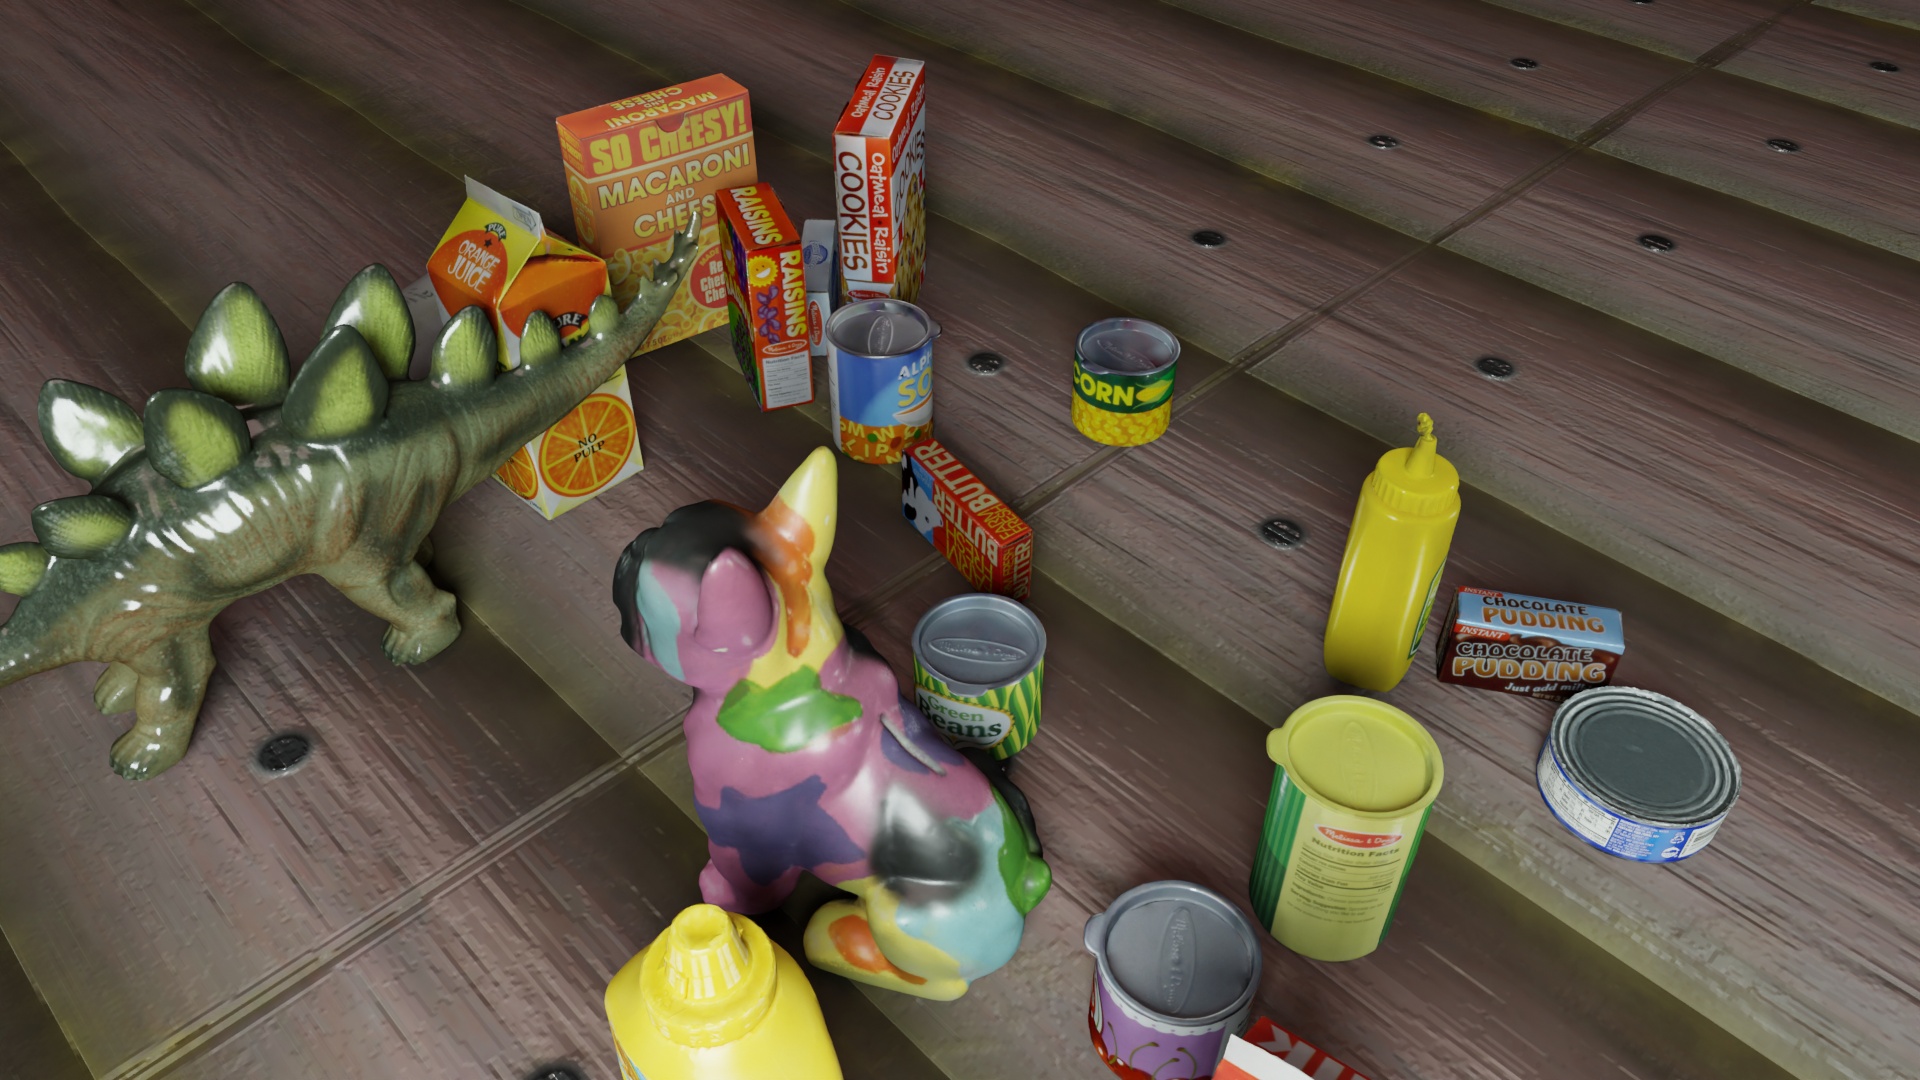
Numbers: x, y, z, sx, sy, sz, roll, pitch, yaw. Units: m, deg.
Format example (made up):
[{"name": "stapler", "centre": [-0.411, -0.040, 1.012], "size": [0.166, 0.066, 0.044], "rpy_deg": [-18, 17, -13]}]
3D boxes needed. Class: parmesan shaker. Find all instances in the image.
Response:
[{"name": "parmesan shaker", "centre": [0.162, 0.126, 0.604], "size": [0.071, 0.102, 0.072], "rpy_deg": [0, 41, 0]}]

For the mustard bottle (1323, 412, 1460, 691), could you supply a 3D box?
[{"name": "mustard bottle", "centre": [0.220, 0.004, 0.700], "size": [0.049, 0.159, 0.066], "rpy_deg": [18, 44, 19]}]

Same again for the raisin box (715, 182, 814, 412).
[{"name": "raisin box", "centre": [-0.128, -0.160, 0.912], "size": [0.040, 0.122, 0.086], "rpy_deg": [-13, 43, -15]}]

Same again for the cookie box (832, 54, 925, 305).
[{"name": "cookie box", "centre": [-0.053, -0.230, 0.960], "size": [0.040, 0.166, 0.123], "rpy_deg": [6, 41, 6]}]

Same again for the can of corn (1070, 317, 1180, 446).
[{"name": "can of corn", "centre": [0.104, -0.101, 0.896], "size": [0.071, 0.058, 0.071], "rpy_deg": [0, 41, 0]}]

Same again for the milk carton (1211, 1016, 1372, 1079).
[{"name": "milk carton", "centre": [0.102, 0.219, 0.430], "size": [0.072, 0.189, 0.074], "rpy_deg": [25, 47, 25]}]

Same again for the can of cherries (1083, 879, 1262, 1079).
[{"name": "can of cherries", "centre": [0.084, 0.183, 0.571], "size": [0.071, 0.058, 0.072], "rpy_deg": [0, 41, 0]}]

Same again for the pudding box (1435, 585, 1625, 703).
[{"name": "pudding box", "centre": [0.297, 0.055, 0.726], "size": [0.084, 0.049, 0.030], "rpy_deg": [9, 42, 10]}]

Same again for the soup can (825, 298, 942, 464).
[{"name": "soup can", "centre": [-0.047, -0.099, 0.874], "size": [0.071, 0.083, 0.072], "rpy_deg": [0, 41, 0]}]

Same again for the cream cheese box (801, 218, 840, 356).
[{"name": "cream cheese box", "centre": [-0.101, -0.181, 0.990], "size": [0.024, 0.053, 0.104], "rpy_deg": [-1, 41, -1]}]

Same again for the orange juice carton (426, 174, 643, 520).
[{"name": "orange juice carton", "centre": [-0.247, -0.114, 0.807], "size": [0.072, 0.191, 0.073], "rpy_deg": [32, 50, 31]}]

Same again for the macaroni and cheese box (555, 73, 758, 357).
[{"name": "macaroni and cheese box", "centre": [-0.196, -0.218, 0.946], "size": [0.124, 0.165, 0.040], "rpy_deg": [-27, 48, -27]}]

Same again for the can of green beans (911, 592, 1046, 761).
[{"name": "can of green beans", "centre": [0.009, 0.070, 0.701], "size": [0.071, 0.057, 0.071], "rpy_deg": [0, 41, 0]}]

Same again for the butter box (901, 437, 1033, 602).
[{"name": "butter box", "centre": [0.003, -0.010, 0.795], "size": [0.024, 0.052, 0.104], "rpy_deg": [-24, 47, -25]}]
